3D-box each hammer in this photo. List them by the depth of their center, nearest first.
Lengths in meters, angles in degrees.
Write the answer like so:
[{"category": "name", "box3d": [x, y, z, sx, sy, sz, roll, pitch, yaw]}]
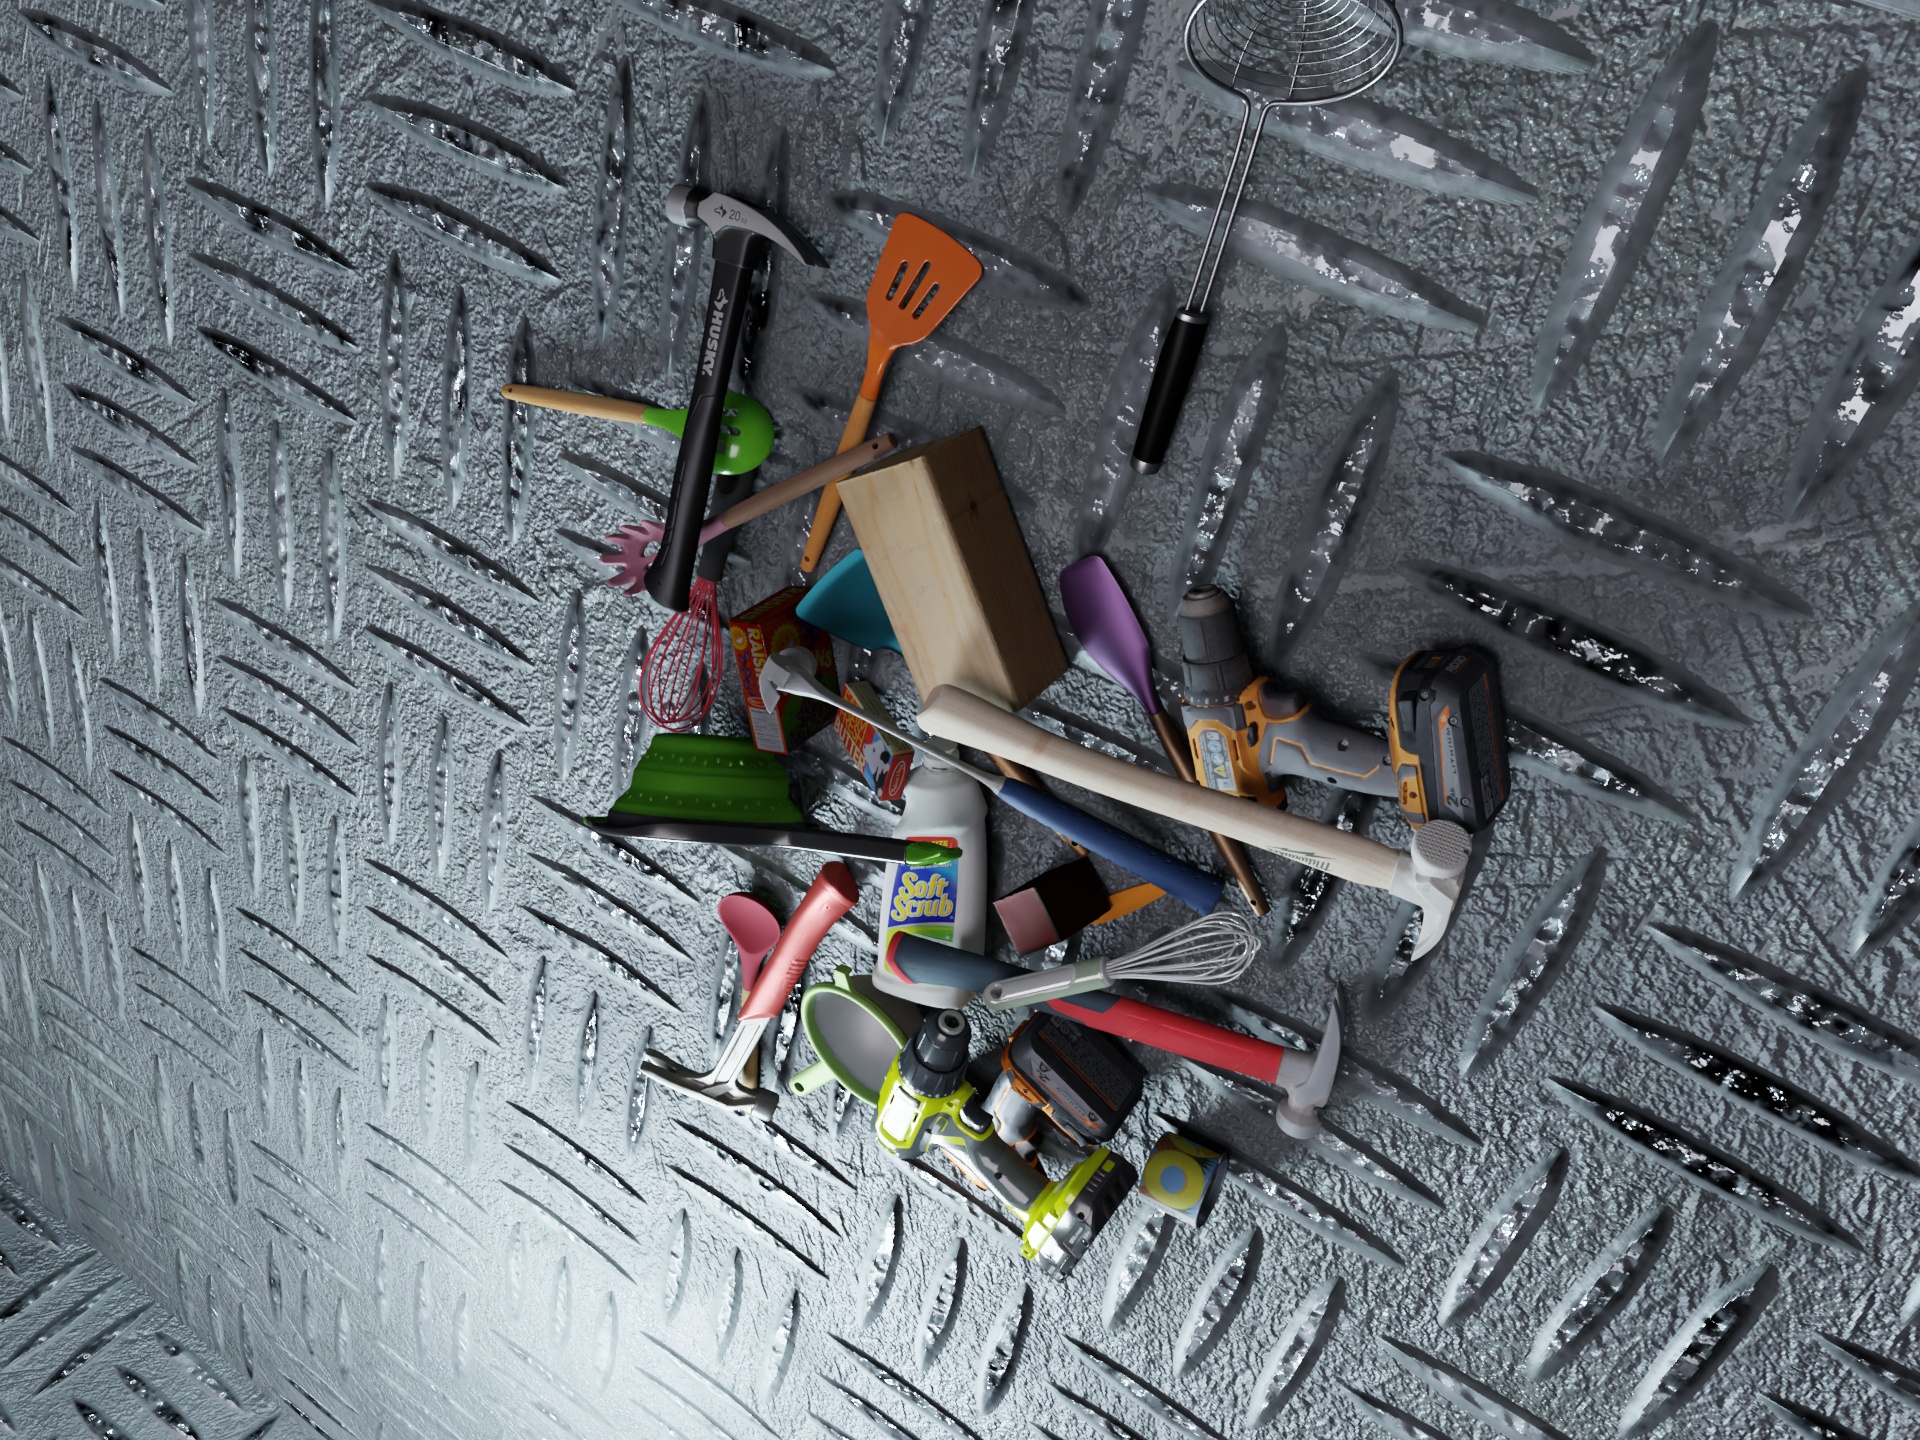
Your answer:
[{"category": "hammer", "box3d": [0.157, 0.062, 1.158, 0.411, 0.038, 0.146, 19, 150, 20]}, {"category": "hammer", "box3d": [0.022, 0.049, 1.261, 0.405, 0.144, 0.035, 27, 99, 1]}, {"category": "hammer", "box3d": [-0.201, -0.248, 1.282, 0.146, 0.035, 0.334, 23, 110, 25]}, {"category": "hammer", "box3d": [0.122, 0.230, 1.326, 0.386, 0.038, 0.143, 15, 121, 15]}, {"category": "hammer", "box3d": [-0.197, 0.266, 1.582, 0.149, 0.037, 0.359, 25, 125, -8]}]

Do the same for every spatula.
[{"category": "spatula", "box3d": [0.163, 0.016, 1.240, 0.060, 0.018, 0.316, -23, 99, 43]}, {"category": "spatula", "box3d": [-0.074, -0.242, 1.263, 0.081, 0.041, 0.322, 37, 133, 12]}, {"category": "spatula", "box3d": [-0.002, -0.004, 1.325, 0.082, 0.044, 0.317, -42, 89, 18]}]

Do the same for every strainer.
[{"category": "strainer", "box3d": [-0.099, 0.316, 1.557, 0.151, 0.069, 0.256, 50, 144, 2]}]

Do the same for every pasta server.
[{"category": "pasta server", "box3d": [-0.179, -0.174, 1.316, 0.316, 0.040, 0.060, -19, 90, 35]}]

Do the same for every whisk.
[{"category": "whisk", "box3d": [0.124, 0.198, 1.268, 0.246, 0.058, 0.059, -18, 146, 28]}, {"category": "whisk", "box3d": [-0.228, -0.113, 1.416, 0.073, 0.073, 0.295, 31, 121, 17]}]

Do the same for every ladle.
[{"category": "ladle", "box3d": [-0.217, 0.295, 1.643, 0.069, 0.031, 0.315, 15, 124, 15]}]

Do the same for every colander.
[{"category": "colander", "box3d": [-0.162, 0.064, 1.395, 0.397, 0.204, 0.094, 3, 89, 36]}]

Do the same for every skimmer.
[{"category": "skimmer", "box3d": [0.169, -0.304, 1.018, 0.127, 0.090, 0.363, 10, 127, -7]}]

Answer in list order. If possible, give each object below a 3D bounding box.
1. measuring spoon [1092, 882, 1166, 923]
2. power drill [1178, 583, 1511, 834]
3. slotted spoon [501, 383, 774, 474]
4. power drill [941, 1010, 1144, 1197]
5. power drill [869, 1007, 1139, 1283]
[{"category": "measuring spoon", "box3d": [0.143, 0.151, 1.329, 0.117, 0.011, 0.021, -29, 96, 41]}, {"category": "power drill", "box3d": [0.258, -0.009, 1.125, 0.226, 0.084, 0.185, 1, 114, 39]}, {"category": "slotted spoon", "box3d": [-0.292, -0.268, 1.388, 0.314, 0.031, 0.070, 16, 87, 31]}, {"category": "power drill", "box3d": [0.068, 0.367, 1.454, 0.164, 0.084, 0.226, 45, 134, 4]}, {"category": "power drill", "box3d": [0.033, 0.357, 1.363, 0.228, 0.080, 0.190, 36, 137, 15]}]
